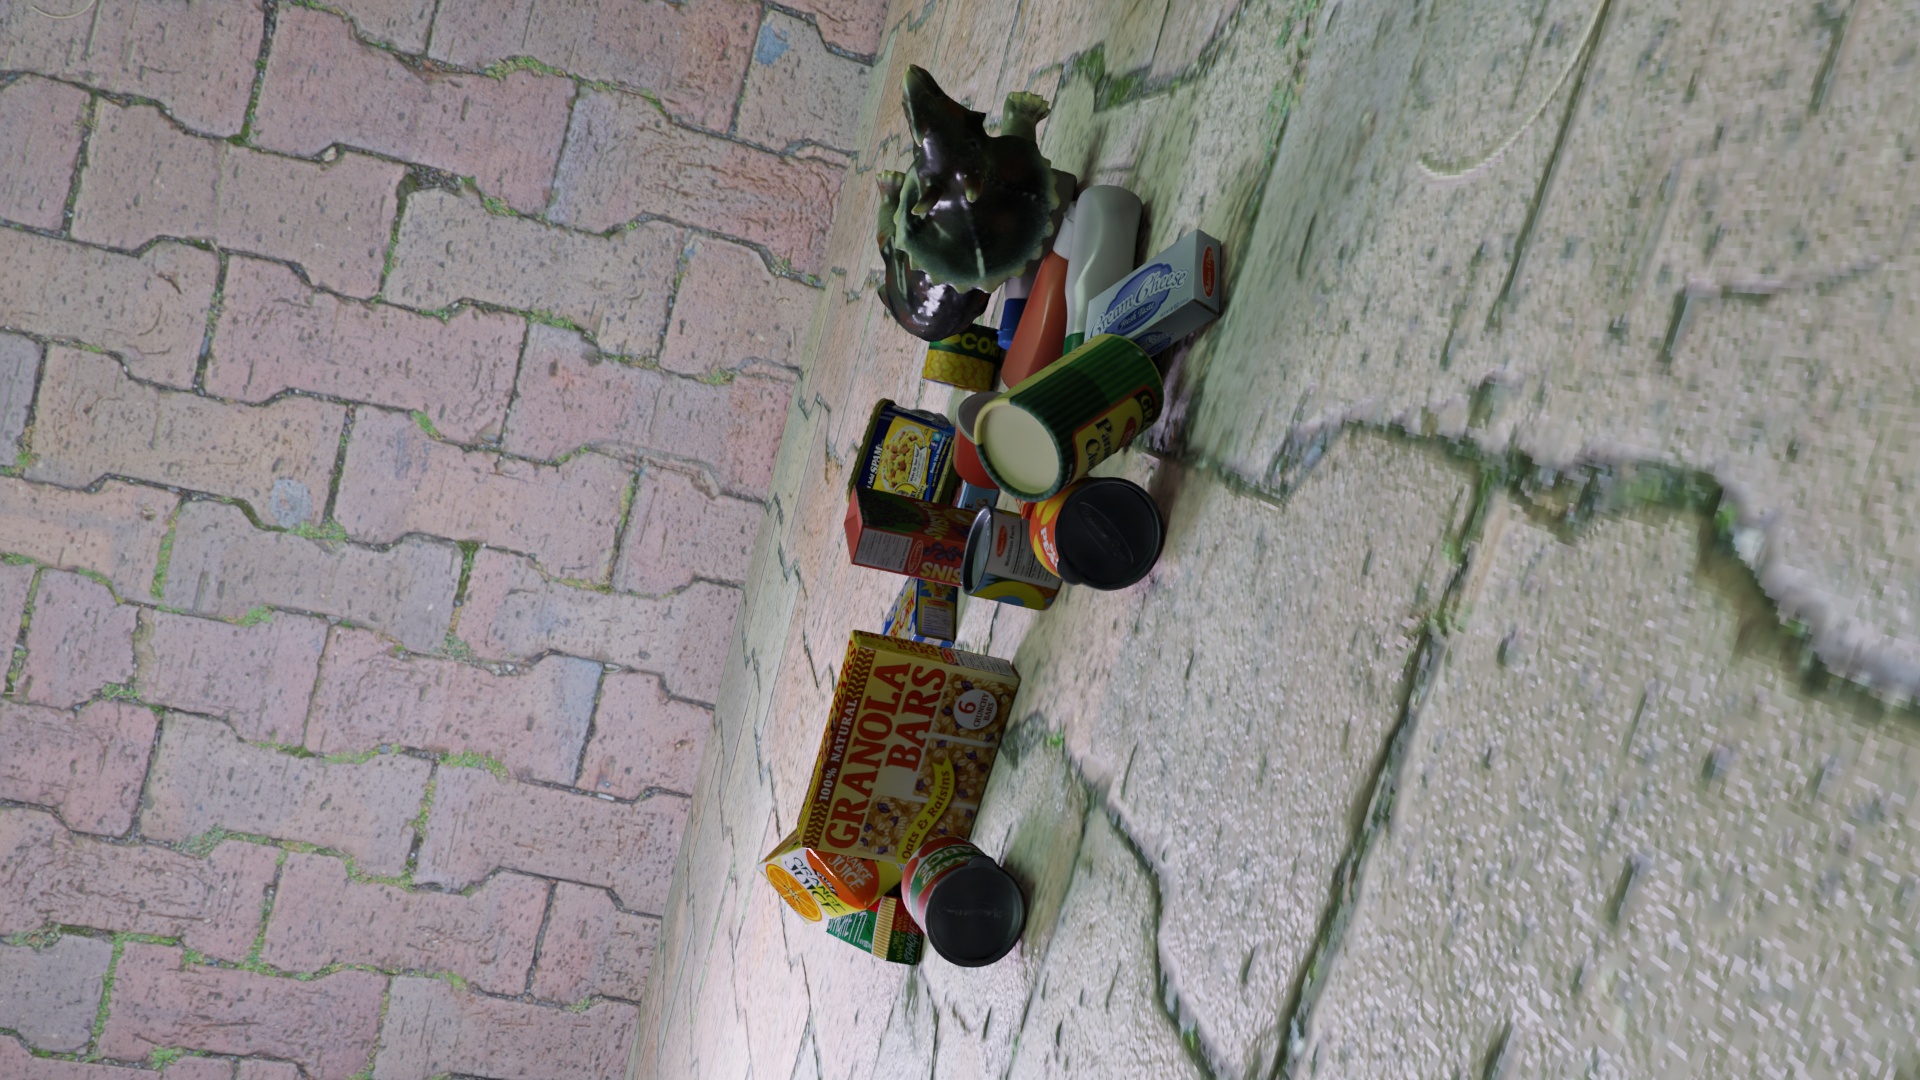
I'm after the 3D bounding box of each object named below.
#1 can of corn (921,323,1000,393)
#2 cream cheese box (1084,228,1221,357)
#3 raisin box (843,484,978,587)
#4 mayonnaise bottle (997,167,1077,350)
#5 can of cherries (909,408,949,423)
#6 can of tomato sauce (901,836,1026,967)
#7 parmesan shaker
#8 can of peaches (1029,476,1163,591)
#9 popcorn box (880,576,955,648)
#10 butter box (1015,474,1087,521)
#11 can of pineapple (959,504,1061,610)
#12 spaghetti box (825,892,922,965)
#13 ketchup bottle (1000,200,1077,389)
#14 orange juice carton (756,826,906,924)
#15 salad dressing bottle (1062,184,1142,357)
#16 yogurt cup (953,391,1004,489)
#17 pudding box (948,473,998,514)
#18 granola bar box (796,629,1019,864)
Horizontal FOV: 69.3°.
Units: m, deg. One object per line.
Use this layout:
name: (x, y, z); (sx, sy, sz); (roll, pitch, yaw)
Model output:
can of corn: (0.004, -0.170, 1.284); (0.071, 0.071, 0.058); (-157, 80, -76)
cream cheese box: (0.116, -0.141, 0.843); (0.103, 0.024, 0.053); (-29, 46, 51)
raisin box: (-0.029, -0.002, 1.131); (0.086, 0.123, 0.040); (-111, 35, -66)
mayonnaise bottle: (0.062, -0.232, 1.159); (0.064, 0.041, 0.148); (171, 110, -76)
can of cherries: (-0.046, -0.097, 1.418); (0.058, 0.071, 0.071); (148, 133, -72)
can of tomato sauce: (0.000, 0.234, 0.915); (0.083, 0.071, 0.071); (180, 103, -76)
parmesan shaker: (0.063, -0.071, 0.819); (0.103, 0.071, 0.071); (-36, -17, -39)
can of peaches: (0.078, -0.004, 0.825); (0.058, 0.071, 0.071); (-165, 88, -77)
popcorn box: (-0.041, 0.084, 1.278); (0.126, 0.038, 0.085); (120, 157, -50)
butter box: (0.062, -0.038, 0.952); (0.104, 0.053, 0.024); (-106, 33, -63)
can of pineapple: (0.037, 0.013, 0.992); (0.071, 0.058, 0.071); (-165, 88, -76)
spaghetti box: (-0.077, 0.331, 1.213); (0.249, 0.029, 0.050); (148, 134, -70)
ketchup bottle: (0.074, -0.182, 1.056); (0.065, 0.043, 0.148); (-103, 29, -59)
orange juice carton: (-0.100, 0.270, 1.188); (0.073, 0.072, 0.192); (-42, 3, -32)
salad dressing bottle: (0.095, -0.171, 0.966); (0.064, 0.044, 0.148); (148, 132, -70)
yogurt cup: (0.025, -0.078, 1.116); (0.053, 0.072, 0.073); (106, 168, -46)
pudding box: (0.004, -0.015, 1.207); (0.050, 0.030, 0.083); (-121, 46, -72)
granola bar box: (-0.040, 0.157, 1.030); (0.039, 0.124, 0.165); (-120, 45, -68)
